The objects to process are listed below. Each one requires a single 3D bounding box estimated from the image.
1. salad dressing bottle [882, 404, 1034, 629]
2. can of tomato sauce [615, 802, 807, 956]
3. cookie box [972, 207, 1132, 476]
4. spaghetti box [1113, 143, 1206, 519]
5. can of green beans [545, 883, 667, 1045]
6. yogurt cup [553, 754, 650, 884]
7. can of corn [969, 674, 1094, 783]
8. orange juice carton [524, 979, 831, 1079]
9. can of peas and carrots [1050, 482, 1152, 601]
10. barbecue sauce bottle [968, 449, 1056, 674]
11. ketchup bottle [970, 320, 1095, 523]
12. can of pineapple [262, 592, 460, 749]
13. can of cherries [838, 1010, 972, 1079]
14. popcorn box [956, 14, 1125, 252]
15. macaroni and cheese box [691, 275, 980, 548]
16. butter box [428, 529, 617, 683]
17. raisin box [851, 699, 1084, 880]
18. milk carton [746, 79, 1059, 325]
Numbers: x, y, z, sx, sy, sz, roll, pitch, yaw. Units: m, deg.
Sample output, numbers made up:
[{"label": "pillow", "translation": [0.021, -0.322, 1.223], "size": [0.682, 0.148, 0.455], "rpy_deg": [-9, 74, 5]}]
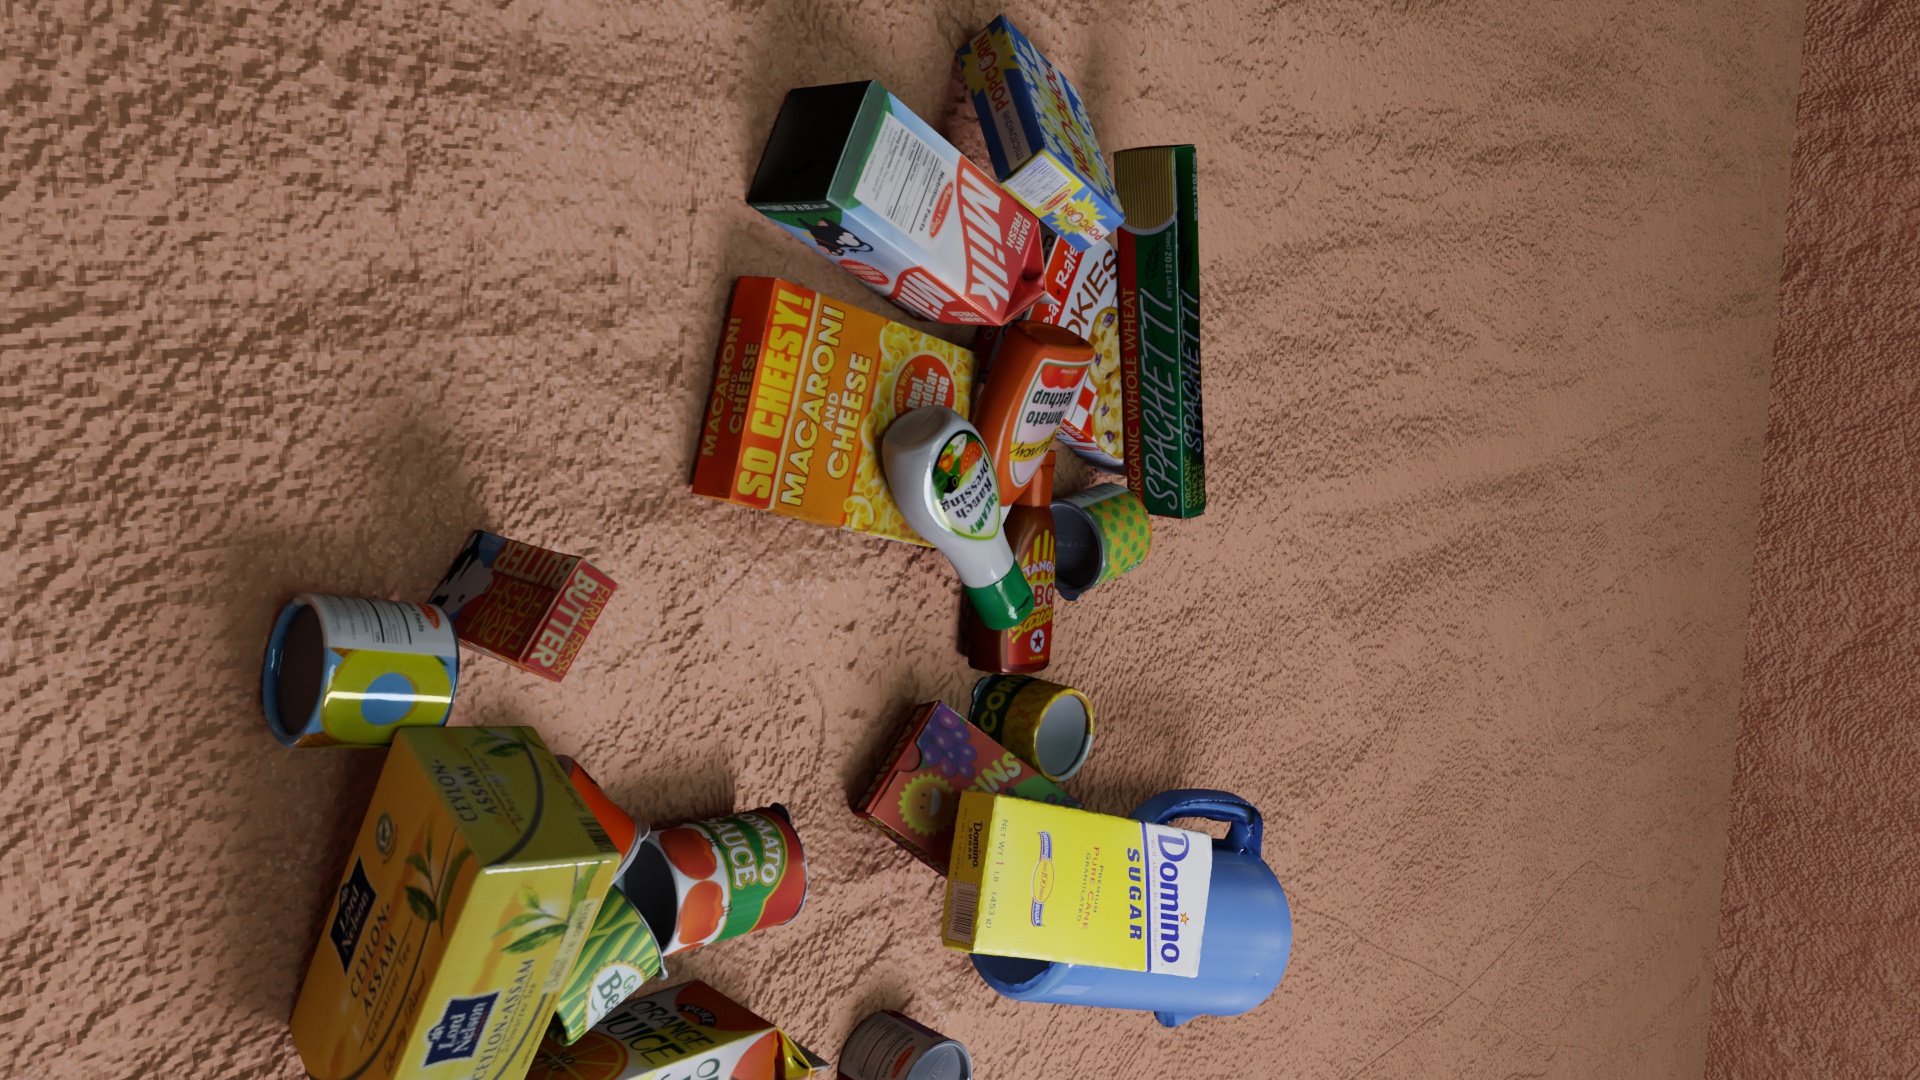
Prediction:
[{"label": "salad dressing bottle", "translation": [0.003, -0.010, 0.824], "size": [0.064, 0.044, 0.147], "rpy_deg": [-50, 131, -30]}, {"label": "can of tomato sauce", "translation": [-0.135, 0.182, 0.752], "size": [0.083, 0.071, 0.071], "rpy_deg": [-2, 98, -46]}, {"label": "cookie box", "translation": [0.085, -0.133, 0.949], "size": [0.167, 0.040, 0.123], "rpy_deg": [31, 74, -46]}, {"label": "spaghetti box", "translation": [0.135, -0.137, 0.934], "size": [0.029, 0.050, 0.249], "rpy_deg": [-18, 110, -43]}, {"label": "can of green beans", "translation": [-0.193, 0.208, 0.696], "size": [0.058, 0.071, 0.071], "rpy_deg": [-37, 122, -36]}, {"label": "yogurt cup", "translation": [-0.199, 0.143, 0.682], "size": [0.073, 0.072, 0.053], "rpy_deg": [-44, 118, -32]}, {"label": "can of corn", "translation": [0.048, 0.124, 0.940], "size": [0.071, 0.058, 0.071], "rpy_deg": [-10, 104, -45]}, {"label": "orange juice carton", "translation": [-0.164, 0.293, 0.738], "size": [0.193, 0.072, 0.073], "rpy_deg": [-3, 100, -46]}, {"label": "can of peas and carrots", "translation": [0.090, 0.000, 0.957], "size": [0.059, 0.071, 0.070], "rpy_deg": [-20, 111, -44]}, {"label": "barbecue sauce bottle", "translation": [0.038, 0.012, 0.922], "size": [0.065, 0.043, 0.148], "rpy_deg": [-1, 97, -53]}, {"label": "ketchup bottle", "translation": [0.030, -0.062, 0.864], "size": [0.065, 0.043, 0.148], "rpy_deg": [-6, 127, -50]}, {"label": "can of pineapple", "translation": [-0.260, 0.059, 0.601], "size": [0.058, 0.071, 0.071], "rpy_deg": [11, 89, -46]}, {"label": "can of cherries", "translation": [-0.035, 0.345, 0.893], "size": [0.072, 0.058, 0.071], "rpy_deg": [-10, 103, -46]}, {"label": "popcorn box", "translation": [0.049, -0.247, 0.844], "size": [0.085, 0.038, 0.127], "rpy_deg": [27, 39, -45]}, {"label": "macaroni and cheese box", "translation": [-0.068, -0.069, 0.799], "size": [0.166, 0.040, 0.123], "rpy_deg": [13, 87, -47]}, {"label": "butter box", "translation": [-0.202, 0.028, 0.629], "size": [0.024, 0.103, 0.053], "rpy_deg": [43, 67, -41]}, {"label": "raisin box", "translation": [0.005, 0.171, 0.879], "size": [0.123, 0.040, 0.086], "rpy_deg": [37, 68, -11]}, {"label": "milk carton", "translation": [-0.023, -0.180, 0.805], "size": [0.190, 0.072, 0.073], "rpy_deg": [28, 78, -44]}]
